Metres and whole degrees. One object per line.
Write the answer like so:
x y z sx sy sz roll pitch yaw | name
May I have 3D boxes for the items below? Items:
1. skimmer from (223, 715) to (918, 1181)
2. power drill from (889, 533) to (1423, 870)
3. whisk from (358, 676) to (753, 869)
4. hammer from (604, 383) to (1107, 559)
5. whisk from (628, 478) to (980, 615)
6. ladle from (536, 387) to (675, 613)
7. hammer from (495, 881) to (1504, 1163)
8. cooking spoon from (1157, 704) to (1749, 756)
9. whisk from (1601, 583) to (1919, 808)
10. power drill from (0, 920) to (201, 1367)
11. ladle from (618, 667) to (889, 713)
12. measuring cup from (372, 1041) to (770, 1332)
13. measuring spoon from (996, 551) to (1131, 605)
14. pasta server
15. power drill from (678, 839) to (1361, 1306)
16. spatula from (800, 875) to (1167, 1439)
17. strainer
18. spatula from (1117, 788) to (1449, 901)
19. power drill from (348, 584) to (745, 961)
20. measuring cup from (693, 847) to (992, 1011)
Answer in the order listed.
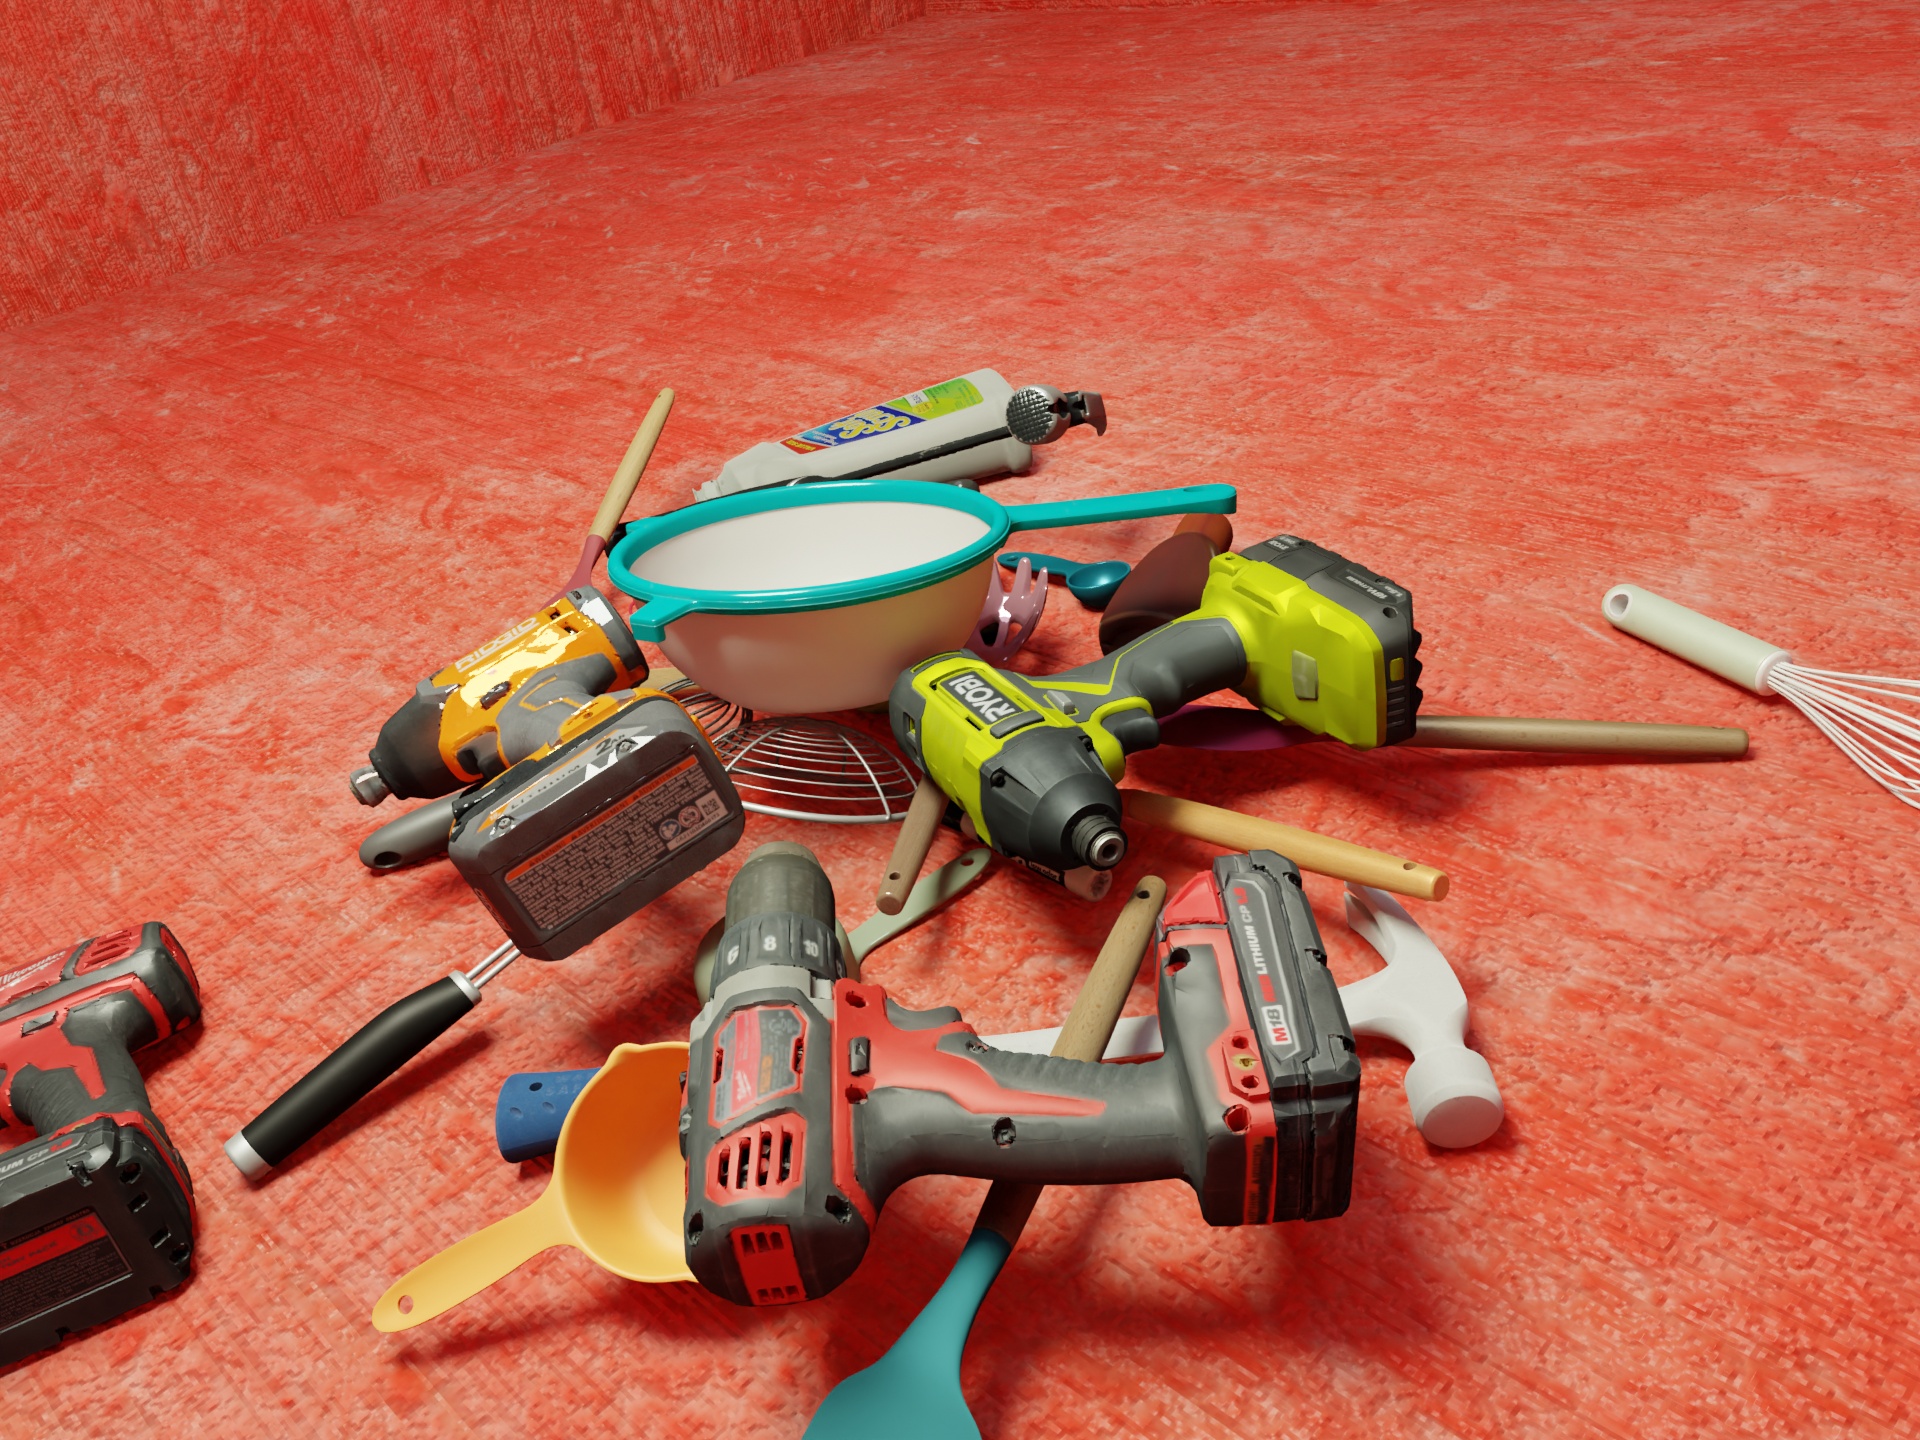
-0.176 0.112 0.782 0.363 0.090 0.127 -40 29 -22 | skimmer
0.098 -0.006 0.748 0.223 0.080 0.171 -21 30 -18 | power drill
-0.230 0.033 0.917 0.239 0.055 0.055 -23 33 -9 | whisk
-0.087 -0.166 1.104 0.409 0.036 0.149 -11 7 28 | hammer
-0.098 -0.118 1.102 0.296 0.073 0.073 -26 34 -34 | whisk
-0.252 -0.144 1.142 0.069 0.031 0.316 -22 37 31 | ladle
0.005 0.139 0.675 0.405 0.035 0.144 -8 32 5 | hammer
0.228 0.005 0.808 0.319 0.017 0.069 2 14 11 | cooking spoon
0.414 -0.021 0.795 0.059 0.057 0.247 13 17 -29 | whisk
-0.420 0.181 0.714 0.143 0.078 0.220 -22 30 -16 | power drill
-0.159 -0.032 0.983 0.320 0.062 0.078 -4 65 18 | ladle
-0.143 0.193 0.619 0.173 0.052 0.095 -30 66 3 | measuring cup
0.066 -0.094 1.050 0.042 0.021 0.129 -29 26 -26 | measuring spoon
-0.001 -0.003 0.849 0.060 0.040 0.316 1 31 13 | pasta server
0.013 0.107 0.573 0.226 0.080 0.188 -7 39 1 | power drill
0.021 0.174 0.580 0.082 0.044 0.318 8 41 25 | spatula
-0.013 -0.067 0.860 0.340 0.095 0.211 -8 22 -9 | strainer
0.100 0.038 0.770 0.081 0.041 0.323 -30 24 -28 | spatula
-0.210 0.023 0.771 0.164 0.084 0.227 -33 32 -12 | power drill
-0.053 0.093 0.762 0.167 0.038 0.083 -31 37 -25 | measuring cup
